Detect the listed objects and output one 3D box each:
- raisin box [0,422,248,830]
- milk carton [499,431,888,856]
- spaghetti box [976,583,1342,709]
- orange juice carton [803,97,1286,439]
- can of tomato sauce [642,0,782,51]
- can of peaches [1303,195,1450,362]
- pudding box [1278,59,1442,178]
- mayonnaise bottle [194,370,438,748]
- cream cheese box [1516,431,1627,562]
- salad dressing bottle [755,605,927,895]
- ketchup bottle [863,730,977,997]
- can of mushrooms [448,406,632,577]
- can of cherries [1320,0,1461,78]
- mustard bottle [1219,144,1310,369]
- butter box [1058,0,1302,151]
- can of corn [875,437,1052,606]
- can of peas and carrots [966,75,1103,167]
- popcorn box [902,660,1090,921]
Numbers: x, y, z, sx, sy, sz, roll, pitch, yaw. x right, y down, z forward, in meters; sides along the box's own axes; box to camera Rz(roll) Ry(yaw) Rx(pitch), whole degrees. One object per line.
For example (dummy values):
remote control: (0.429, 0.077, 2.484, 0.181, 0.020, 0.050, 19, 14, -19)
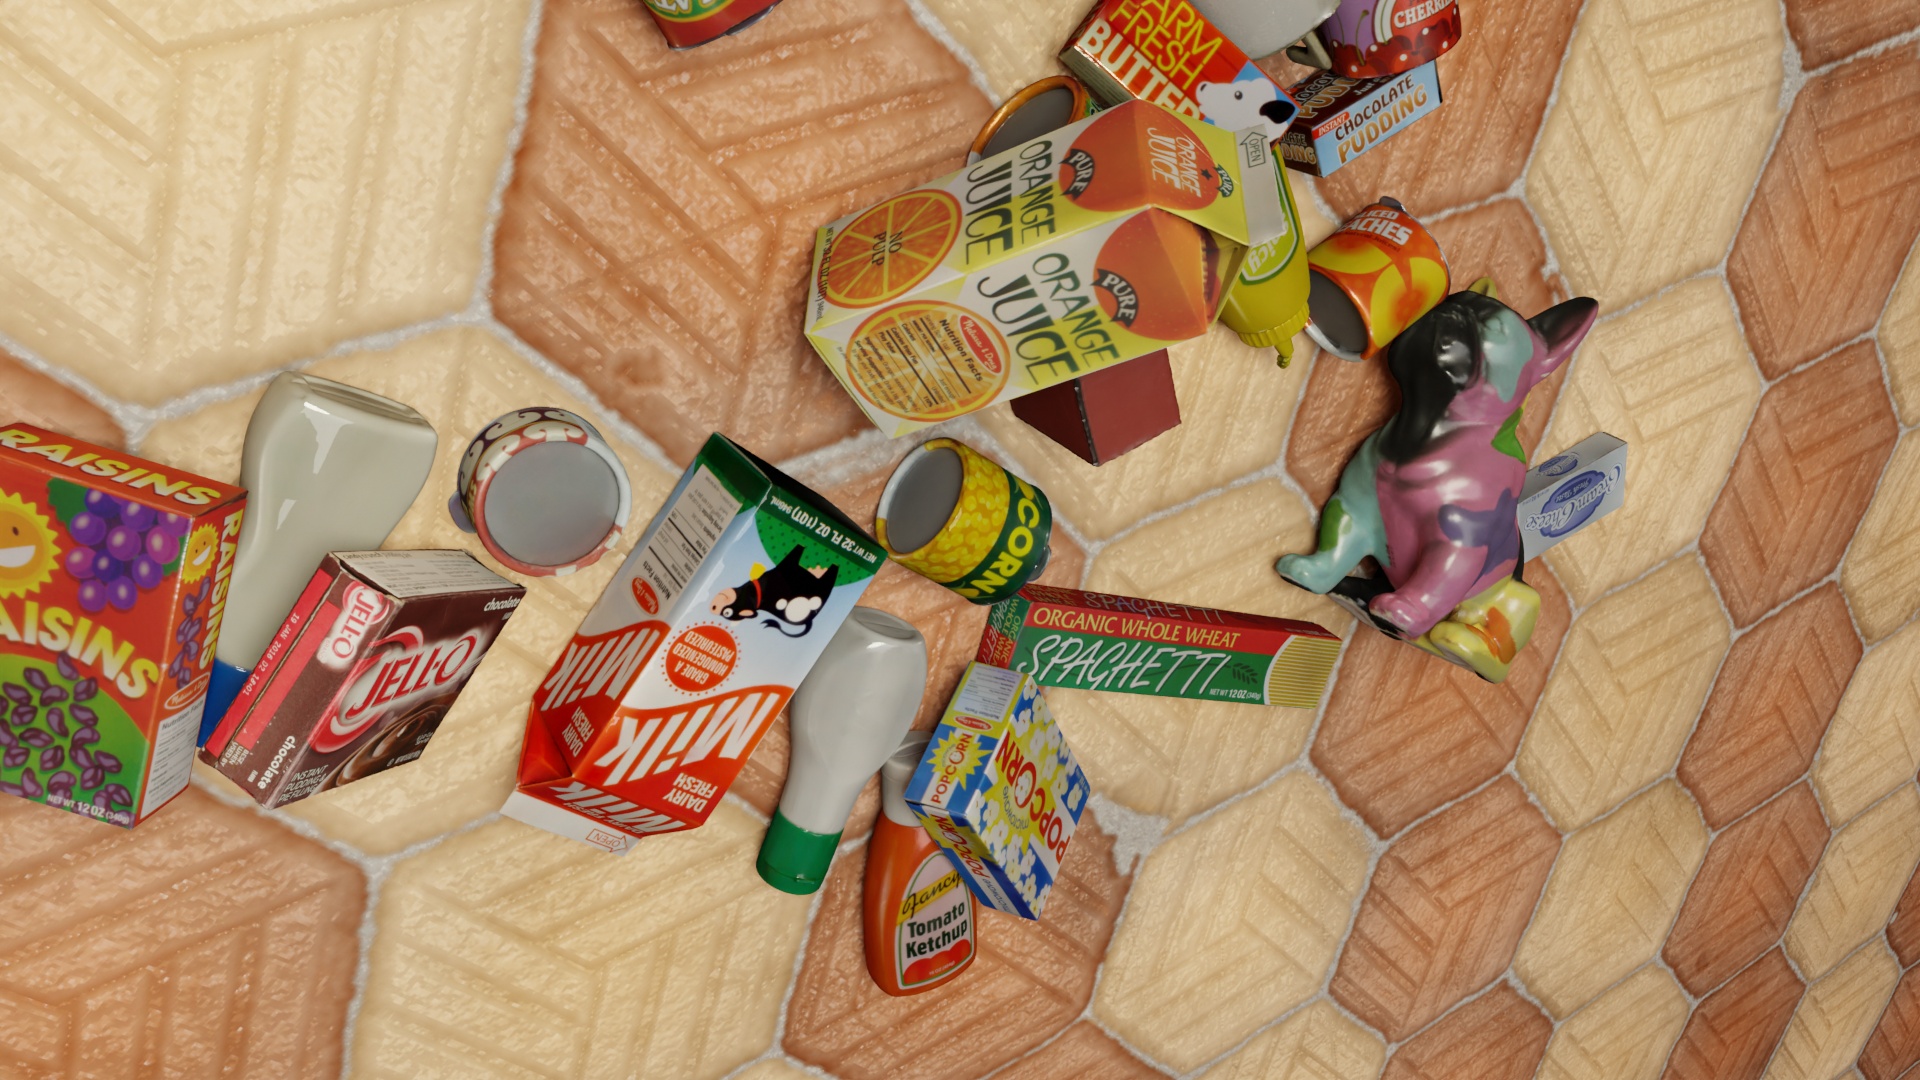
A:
raisin box: (-0.313, 0.030, 0.494, 0.086, 0.040, 0.123, 18, 104, -3)
milk carton: (-0.124, 0.055, 0.622, 0.072, 0.073, 0.190, 34, 92, -38)
spaghetti box: (0.122, 0.063, 0.804, 0.250, 0.029, 0.050, 9, 106, -34)
orange juice carton: (0.038, -0.116, 0.576, 0.192, 0.072, 0.072, -17, 137, 20)
can of tomato sauce: (-0.101, -0.232, 0.505, 0.071, 0.071, 0.082, -39, 126, -10)
can of peaches: (0.216, -0.139, 0.744, 0.058, 0.071, 0.071, -38, 126, -10)
pudding box: (0.195, -0.219, 0.705, 0.084, 0.050, 0.030, -32, 127, -14)
mayonnaise bottle: (-0.261, 0.011, 0.538, 0.065, 0.041, 0.148, 19, 102, -47)
cream cheese box: (0.404, -0.028, 0.937, 0.104, 0.024, 0.053, -26, 124, -19)
salad dressing bottle: (-0.064, 0.108, 0.702, 0.064, 0.044, 0.147, 14, 105, -31)
ketchup bottle: (-0.023, 0.175, 0.758, 0.065, 0.043, 0.148, -16, 119, -29)
can of mushrooms: (-0.176, -0.019, 0.581, 0.071, 0.033, 0.070, -14, 119, -26)
can of cherries: (0.209, -0.266, 0.677, 0.071, 0.071, 0.058, -33, 125, -14)
mustard bottle: (0.145, -0.148, 0.707, 0.065, 0.049, 0.159, -41, 126, -8)
butter box: (0.099, -0.206, 0.625, 0.103, 0.024, 0.053, 38, 83, -13)
can of corn: (0.002, -0.008, 0.671, 0.058, 0.071, 0.071, 29, 95, -36)
can of peas and carrots: (0.047, -0.168, 0.627, 0.058, 0.071, 0.071, 36, 91, -37)
popcorn box: (0.023, 0.135, 0.736, 0.085, 0.038, 0.126, -62, 145, -29)
